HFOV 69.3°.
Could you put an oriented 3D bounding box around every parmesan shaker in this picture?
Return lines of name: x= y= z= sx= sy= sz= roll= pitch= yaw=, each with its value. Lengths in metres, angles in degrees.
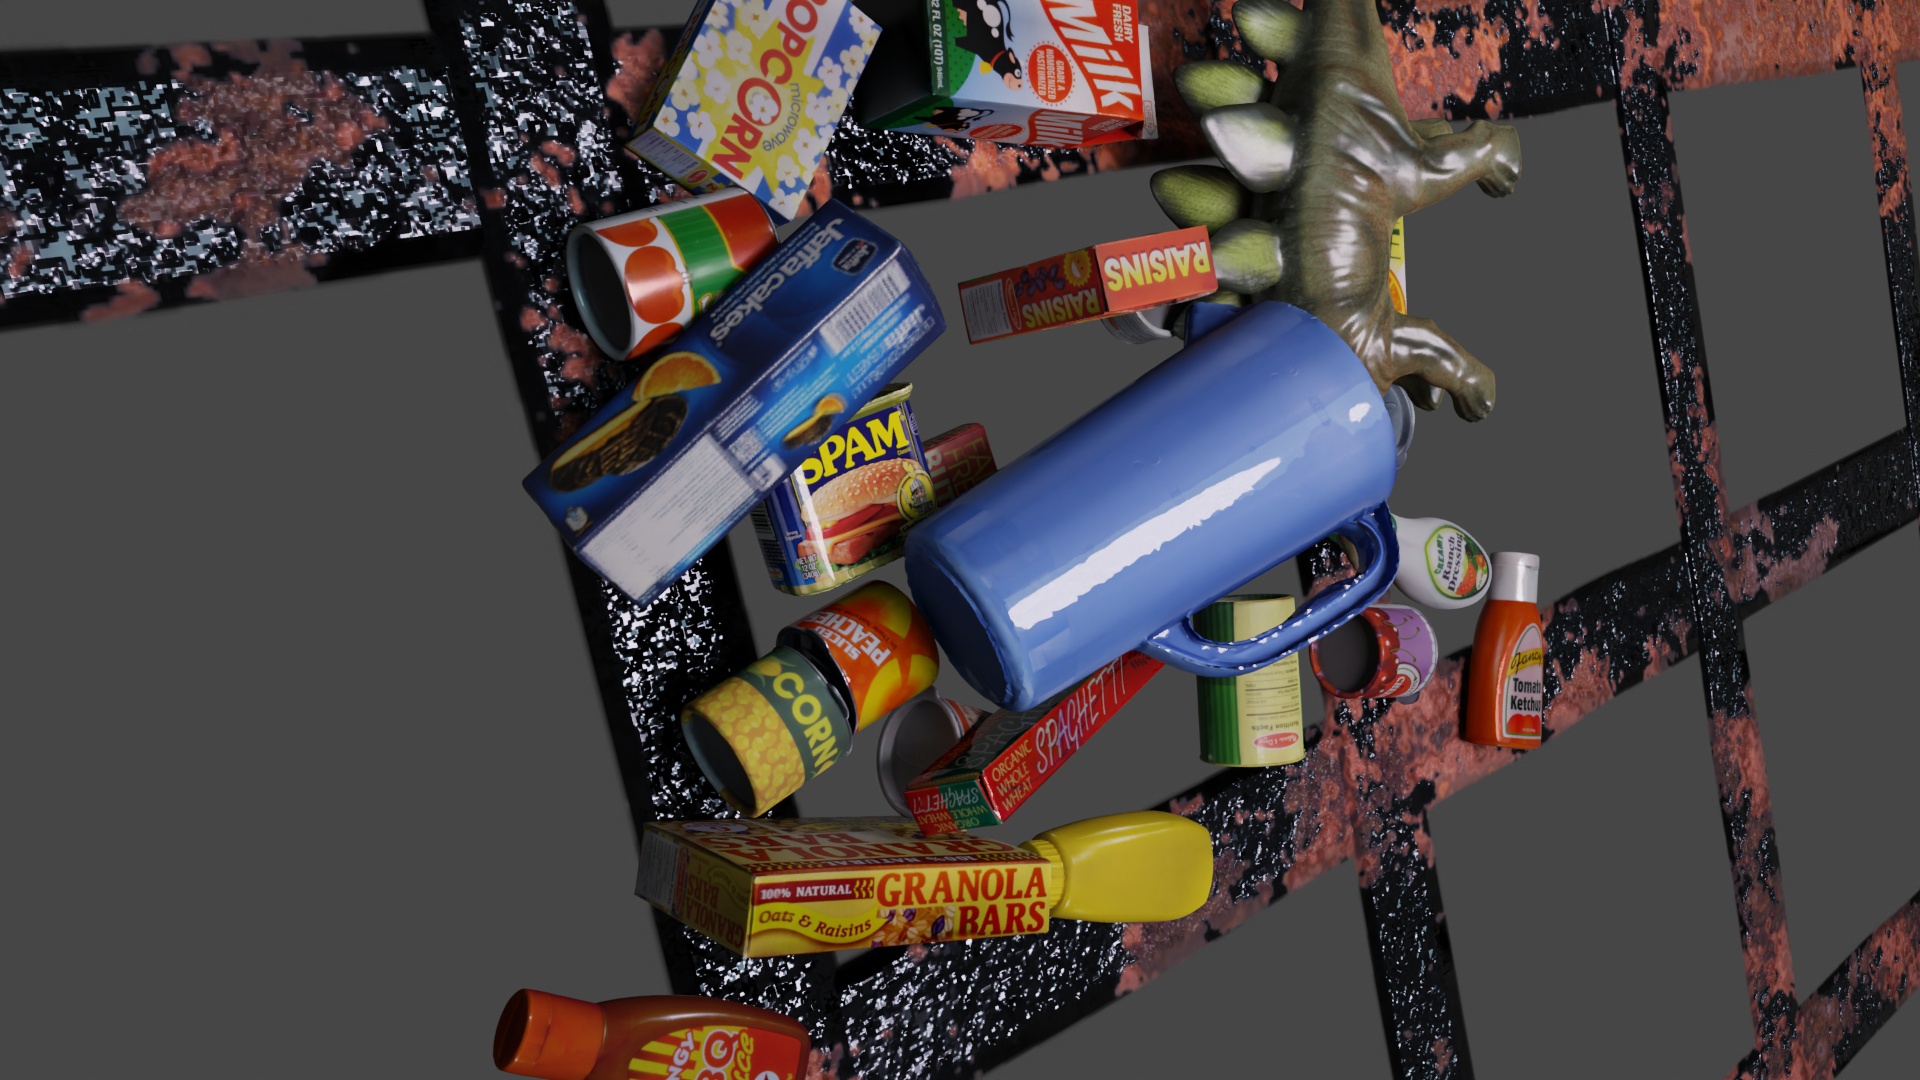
parmesan shaker: x=0.186 y=0.087 z=0.889 sx=0.071 sy=0.071 sz=0.103 roll=-4 pitch=91 yaw=-35

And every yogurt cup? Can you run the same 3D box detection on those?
yogurt cup: x=-0.004 y=0.119 z=0.757 sx=0.054 sy=0.072 sz=0.072 roll=14 pitch=81 yaw=-42

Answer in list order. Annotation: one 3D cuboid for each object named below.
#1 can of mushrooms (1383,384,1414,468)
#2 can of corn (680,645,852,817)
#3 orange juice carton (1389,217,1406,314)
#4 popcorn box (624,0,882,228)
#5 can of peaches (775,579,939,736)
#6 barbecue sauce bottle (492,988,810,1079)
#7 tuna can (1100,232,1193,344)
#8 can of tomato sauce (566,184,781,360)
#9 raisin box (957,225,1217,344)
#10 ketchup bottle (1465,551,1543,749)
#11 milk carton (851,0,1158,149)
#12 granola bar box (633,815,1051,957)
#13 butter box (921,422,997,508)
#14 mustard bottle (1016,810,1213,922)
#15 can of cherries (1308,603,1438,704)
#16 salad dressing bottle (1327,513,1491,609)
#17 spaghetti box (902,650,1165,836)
can of mushrooms: x=0.288 y=-0.083 z=0.984 sx=0.071 sy=0.033 sz=0.071 roll=1 pitch=88 yaw=-36
can of corn: x=-0.095 y=0.095 z=0.688 sx=0.058 sy=0.071 sz=0.071 roll=-32 pitch=107 yaw=-30
orange juice carton: x=0.246 y=-0.206 z=0.933 sx=0.072 sy=0.073 sz=0.192 roll=-2 pitch=90 yaw=-34
popcorn box: x=-0.103 y=-0.233 z=0.709 sx=0.085 sy=0.038 sz=0.127 roll=31 pitch=72 yaw=-31
can of peaches: x=-0.053 y=0.059 z=0.720 sx=0.058 sy=0.071 sz=0.071 roll=-29 pitch=106 yaw=-33
barbecue sauce bottle: x=-0.147 y=0.247 z=0.666 sx=0.148 sy=0.043 sz=0.065 roll=26 pitch=76 yaw=-32
tuna can: x=0.119 y=-0.159 z=0.867 sx=0.071 sy=0.033 sz=0.071 roll=0 pitch=90 yaw=-35
can of tomato sauce: x=-0.135 y=-0.127 z=0.667 sx=0.083 sy=0.071 sz=0.071 roll=-24 pitch=103 yaw=-32
raisin box: x=0.069 y=-0.141 z=0.777 sx=0.086 sy=0.123 sz=0.040 roll=-17 pitch=99 yaw=-35
ketchup bottle: x=0.421 y=0.084 z=1.068 sx=0.065 sy=0.043 sz=0.149 roll=9 pitch=83 yaw=-34
milk carton: x=0.039 y=-0.269 z=0.789 sx=0.191 sy=0.073 sz=0.072 roll=-7 pitch=93 yaw=-35
granola bar box: x=-0.057 y=0.164 z=0.681 sx=0.166 sy=0.124 sz=0.039 roll=7 pitch=87 yaw=-35
butter box: x=0.003 y=-0.010 z=0.788 sx=0.053 sy=0.024 sz=0.103 roll=-26 pitch=104 yaw=-32
mustard bottle: x=0.079 y=0.194 z=0.822 sx=0.160 sy=0.049 sz=0.065 roll=6 pitch=85 yaw=-34
can of cherries: x=0.284 y=0.078 z=0.956 sx=0.058 sy=0.071 sz=0.071 roll=4 pitch=87 yaw=-35
salad dressing bottle: x=0.321 y=0.007 z=0.999 sx=0.147 sy=0.044 sz=0.064 roll=21 pitch=76 yaw=-33
spaghetti box: x=0.056 y=0.089 z=0.754 sx=0.251 sy=0.050 sz=0.028 roll=-31 pitch=101 yaw=-54
